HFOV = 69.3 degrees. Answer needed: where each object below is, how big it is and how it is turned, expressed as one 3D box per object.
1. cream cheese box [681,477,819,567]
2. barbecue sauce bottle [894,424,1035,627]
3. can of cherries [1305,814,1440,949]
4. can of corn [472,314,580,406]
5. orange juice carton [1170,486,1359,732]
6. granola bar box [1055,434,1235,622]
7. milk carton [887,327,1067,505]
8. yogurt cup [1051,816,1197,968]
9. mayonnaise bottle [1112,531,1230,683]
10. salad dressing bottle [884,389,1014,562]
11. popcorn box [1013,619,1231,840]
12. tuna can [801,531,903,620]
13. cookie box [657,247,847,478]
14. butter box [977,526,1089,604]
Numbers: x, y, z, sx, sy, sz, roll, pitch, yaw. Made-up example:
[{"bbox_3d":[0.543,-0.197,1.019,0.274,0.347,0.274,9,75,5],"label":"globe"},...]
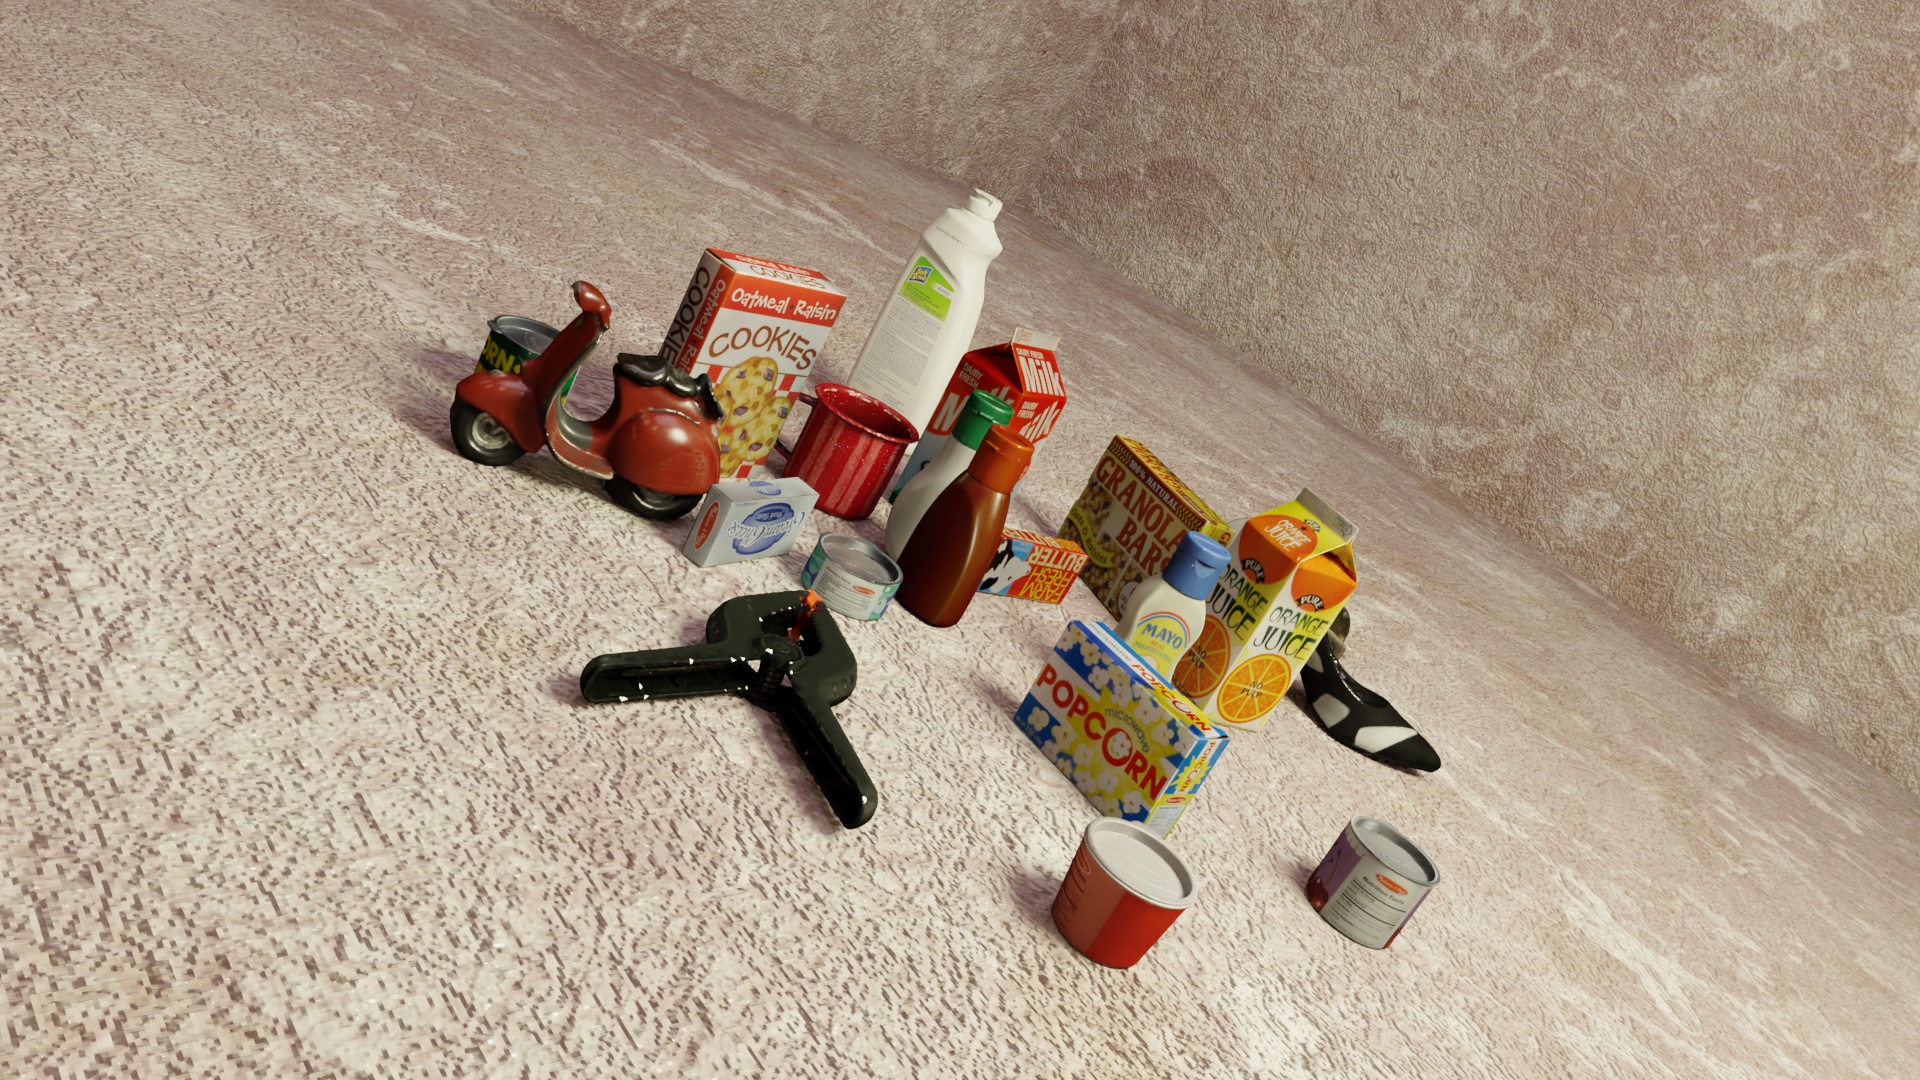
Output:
[{"bbox_3d":[-0.143,-0.013,0.950,0.024,0.053,0.104,36,20,20],"label":"cream cheese box"},{"bbox_3d":[0.004,-0.013,1.008,0.044,0.148,0.065,5,29,-51],"label":"barbecue sauce bottle"},{"bbox_3d":[0.270,0.223,0.913,0.071,0.058,0.072,26,19,-9],"label":"can of cherries"},{"bbox_3d":[-0.309,-0.119,0.979,0.071,0.058,0.071,26,19,-9],"label":"can of corn"},{"bbox_3d":[0.245,0.053,1.112,0.073,0.192,0.072,16,22,-33],"label":"orange juice carton"},{"bbox_3d":[0.159,-0.003,1.241,0.039,0.123,0.166,16,22,-33],"label":"granola bar box"},{"bbox_3d":[0.023,-0.093,1.179,0.073,0.190,0.072,39,21,28],"label":"milk carton"},{"bbox_3d":[0.085,0.190,0.743,0.072,0.053,0.072,26,19,-9],"label":"yogurt cup"},{"bbox_3d":[0.143,0.064,1.008,0.065,0.147,0.041,26,18,-10],"label":"mayonnaise bottle"},{"bbox_3d":[-0.007,-0.045,1.078,0.064,0.147,0.044,28,18,-2],"label":"salad dressing bottle"},{"bbox_3d":[0.101,0.121,0.897,0.038,0.085,0.127,8,28,-47],"label":"popcorn box"},{"bbox_3d":[-0.076,0.024,0.978,0.071,0.032,0.071,26,19,-9],"label":"tuna can"},{"bbox_3d":[-0.169,-0.127,1.031,0.040,0.167,0.123,38,21,27],"label":"cookie box"},{"bbox_3d":[0.054,0.021,1.141,0.103,0.053,0.024,11,25,-42],"label":"butter box"}]
